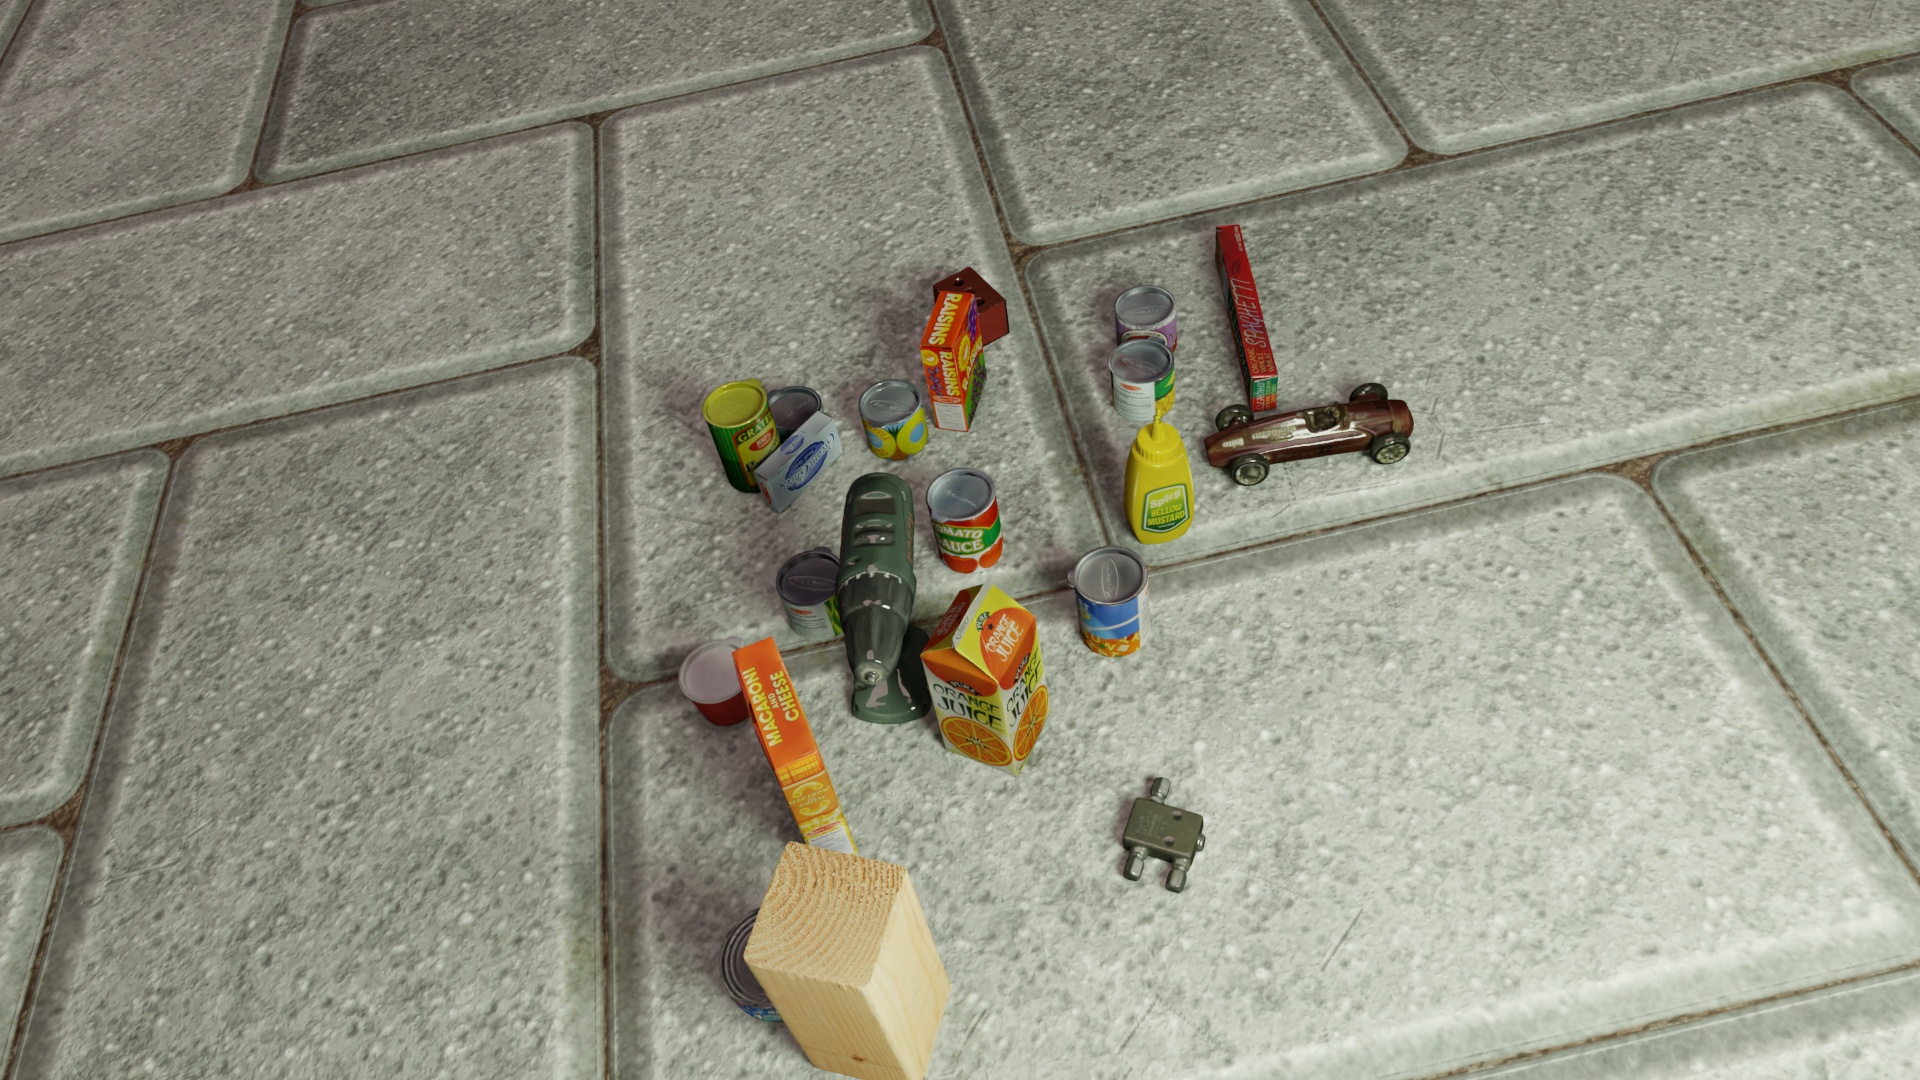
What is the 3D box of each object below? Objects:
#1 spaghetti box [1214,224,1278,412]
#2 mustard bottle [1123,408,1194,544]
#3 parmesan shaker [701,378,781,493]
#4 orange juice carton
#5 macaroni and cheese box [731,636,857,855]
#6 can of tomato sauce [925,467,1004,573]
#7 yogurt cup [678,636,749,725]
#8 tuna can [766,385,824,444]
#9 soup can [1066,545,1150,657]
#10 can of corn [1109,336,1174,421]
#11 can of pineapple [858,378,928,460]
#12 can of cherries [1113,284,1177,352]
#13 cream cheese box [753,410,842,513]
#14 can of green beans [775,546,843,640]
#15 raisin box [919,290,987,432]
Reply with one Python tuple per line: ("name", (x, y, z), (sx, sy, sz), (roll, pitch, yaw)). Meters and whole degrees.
("spaghetti box", (0.305, -0.242, 1.489), (0.029, 0.050, 0.251), (-6, 50, 5))
("mustard bottle", (0.183, -0.062, 1.288), (0.065, 0.159, 0.049), (-15, 50, -3))
("parmesan shaker", (-0.218, -0.107, 1.431), (0.071, 0.102, 0.072), (-5, 50, 6))
("orange juice carton", (0.022, 0.109, 1.152), (0.073, 0.191, 0.072), (18, 56, 23))
("macaroni and cheese box", (-0.136, 0.176, 1.140), (0.040, 0.165, 0.124), (-22, 51, -8))
("can of tomato sauce", (0.005, -0.017, 1.331), (0.071, 0.082, 0.071), (-5, 50, 6))
("yogurt cup", (-0.216, 0.132, 1.264), (0.072, 0.053, 0.073), (-5, 50, 6))
("tuna can", (-0.180, -0.133, 1.491), (0.071, 0.032, 0.071), (-5, 50, 6))
("soup can", (0.134, 0.056, 1.248), (0.071, 0.083, 0.072), (-5, 50, 6))
("can of corn", (0.190, -0.168, 1.441), (0.071, 0.058, 0.071), (-5, 50, 6))
("can of pineapple", (-0.070, -0.124, 1.450), (0.071, 0.057, 0.071), (-5, 50, 6))
("can of cherries", (0.199, -0.229, 1.491), (0.071, 0.058, 0.072), (-5, 50, 6))
("cream cheese box", (-0.166, -0.081, 1.433), (0.024, 0.053, 0.104), (27, 60, 28))
("can of green beans", (-0.136, 0.052, 1.314), (0.071, 0.057, 0.071), (-5, 50, 6))
("raisin box", (-0.006, -0.186, 1.447), (0.040, 0.122, 0.086), (7, 52, 16))
